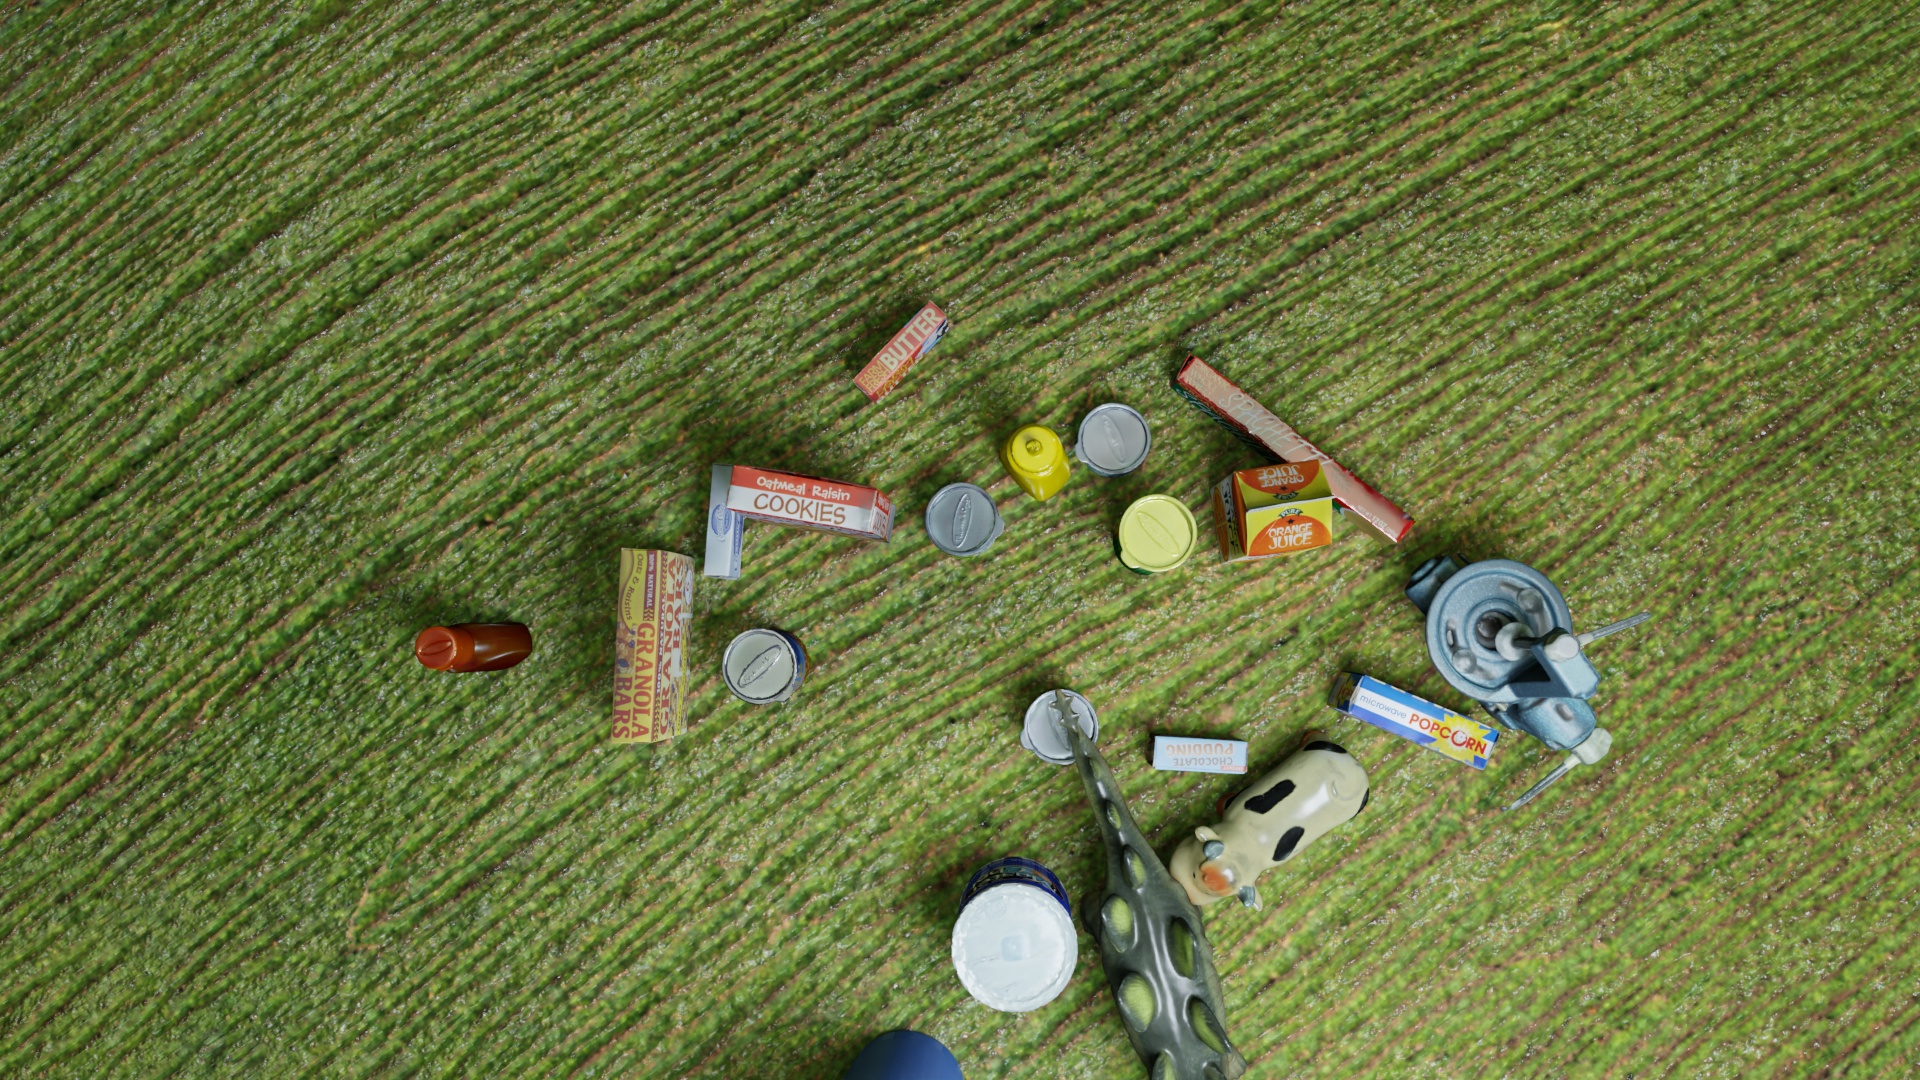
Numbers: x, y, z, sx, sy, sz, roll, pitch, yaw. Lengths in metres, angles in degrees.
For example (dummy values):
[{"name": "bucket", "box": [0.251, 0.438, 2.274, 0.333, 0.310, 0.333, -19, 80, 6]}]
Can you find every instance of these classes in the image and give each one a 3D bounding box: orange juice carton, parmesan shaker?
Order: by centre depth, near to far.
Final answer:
[{"name": "orange juice carton", "box": [0.265, -0.023, 1.185, 0.072, 0.192, 0.073, -8, 86, 2]}, {"name": "parmesan shaker", "box": [0.168, -0.001, 1.232, 0.071, 0.103, 0.071, 0, 86, 2]}]

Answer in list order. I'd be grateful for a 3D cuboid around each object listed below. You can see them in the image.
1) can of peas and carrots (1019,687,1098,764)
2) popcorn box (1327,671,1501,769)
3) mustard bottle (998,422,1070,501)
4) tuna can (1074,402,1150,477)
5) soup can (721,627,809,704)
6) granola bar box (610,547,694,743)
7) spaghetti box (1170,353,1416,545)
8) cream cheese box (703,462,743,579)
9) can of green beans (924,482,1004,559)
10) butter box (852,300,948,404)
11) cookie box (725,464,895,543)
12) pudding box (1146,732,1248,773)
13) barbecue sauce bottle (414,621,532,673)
[{"name": "can of peas and carrots", "box": [0.087, 0.166, 1.244, 0.071, 0.058, 0.071, 0, 86, 2]}, {"name": "popcorn box", "box": [0.395, 0.156, 1.219, 0.127, 0.085, 0.038, 23, 87, 4]}, {"name": "mustard bottle", "box": [0.066, -0.073, 1.212, 0.049, 0.160, 0.065, -43, 86, -1]}, {"name": "tuna can", "box": [0.138, -0.090, 1.275, 0.071, 0.033, 0.071, 0, 86, 2]}, {"name": "soup can", "box": [-0.171, 0.114, 1.245, 0.071, 0.083, 0.071, 0, 86, 2]}, {"name": "granola bar box", "box": [-0.270, 0.092, 1.230, 0.039, 0.124, 0.165, 2, 86, 3]}, {"name": "spaghetti box", "box": [0.298, -0.081, 1.259, 0.250, 0.050, 0.028, 37, 88, 4]}, {"name": "cream cheese box", "box": [-0.215, -0.016, 1.272, 0.024, 0.053, 0.104, 3, 86, 3]}, {"name": "can of green beans", "box": [0.002, -0.017, 1.262, 0.071, 0.058, 0.071, 0, 86, 2]}, {"name": "butter box", "box": [-0.054, -0.172, 1.278, 0.024, 0.053, 0.103, 44, 88, 4]}, {"name": "cookie box", "box": [-0.126, -0.030, 1.213, 0.123, 0.167, 0.040, 9, 87, 3]}, {"name": "pudding box", "box": [0.211, 0.190, 1.242, 0.084, 0.049, 0.030, 3, 86, 2]}, {"name": "barbecue sauce bottle", "box": [-0.432, 0.094, 1.224, 0.065, 0.148, 0.043, -17, 86, 1]}]
